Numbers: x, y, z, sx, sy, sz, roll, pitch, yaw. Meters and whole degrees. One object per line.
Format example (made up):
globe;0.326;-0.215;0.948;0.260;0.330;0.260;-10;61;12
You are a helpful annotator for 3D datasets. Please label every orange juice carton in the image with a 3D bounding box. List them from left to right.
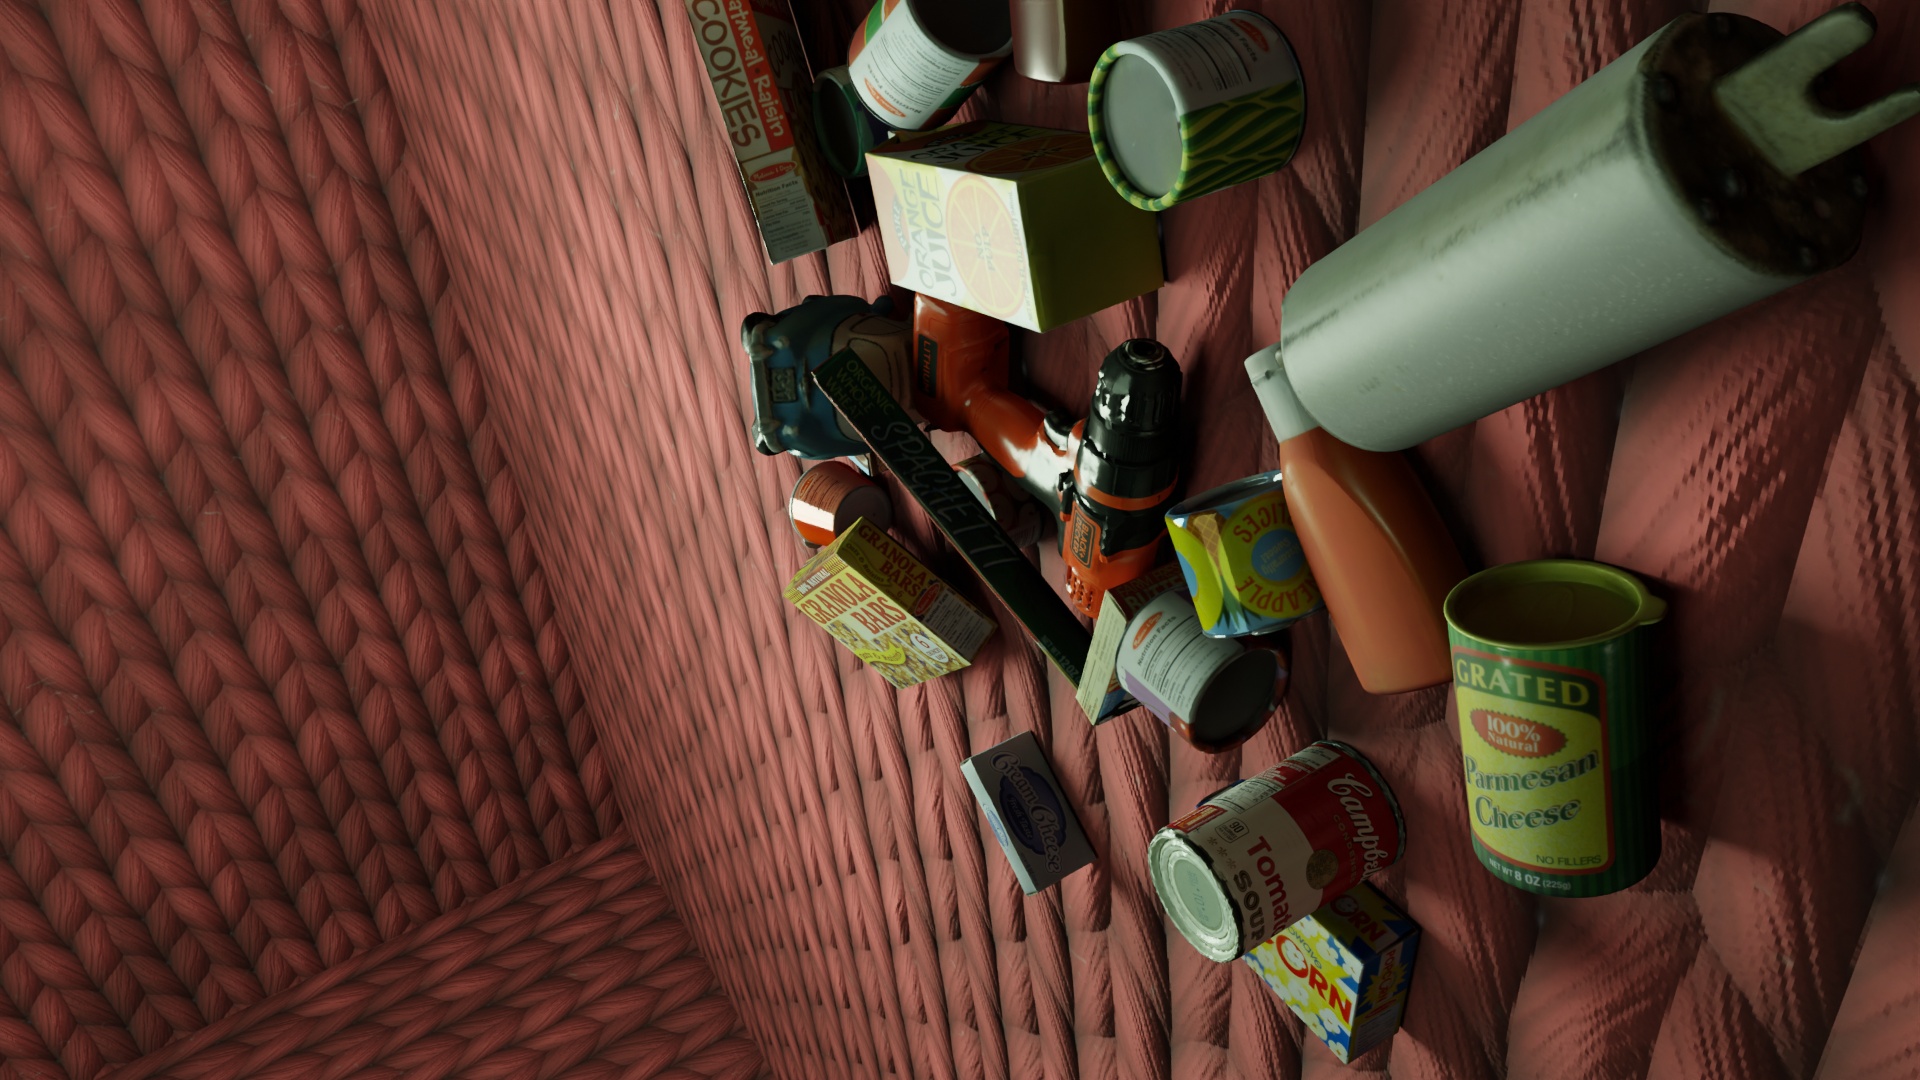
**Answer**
orange juice carton;0.013;-0.166;0.703;0.193;0.073;0.071;32;139;54

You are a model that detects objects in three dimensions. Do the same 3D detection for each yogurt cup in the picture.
yogurt cup;-0.089;-0.023;1.066;0.054;0.073;0.072;23;132;47

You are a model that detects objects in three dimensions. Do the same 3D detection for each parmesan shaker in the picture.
parmesan shaker;0.214;0.067;0.494;0.071;0.071;0.102;23;132;58

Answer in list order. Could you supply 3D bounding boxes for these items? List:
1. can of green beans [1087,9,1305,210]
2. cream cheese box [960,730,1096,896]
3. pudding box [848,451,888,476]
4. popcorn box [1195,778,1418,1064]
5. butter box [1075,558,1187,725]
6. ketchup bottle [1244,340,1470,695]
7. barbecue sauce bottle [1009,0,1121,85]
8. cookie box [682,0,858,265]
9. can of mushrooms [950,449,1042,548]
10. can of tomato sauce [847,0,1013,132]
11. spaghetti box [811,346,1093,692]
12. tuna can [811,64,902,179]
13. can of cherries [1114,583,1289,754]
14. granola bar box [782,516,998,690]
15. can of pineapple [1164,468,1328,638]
can of green beans;0.092;-0.169;0.549;0.071;0.058;0.071;47;150;39
cream cheese box;0.048;0.191;0.978;0.104;0.053;0.024;62;154;12
pudding box;-0.076;-0.087;1.019;0.084;0.030;0.049;40;144;46
popcorn box;0.175;0.197;0.729;0.127;0.038;0.084;42;146;45
butter box;0.097;0.056;0.751;0.024;0.053;0.103;55;153;32
ketchup bottle;0.161;-0.013;0.562;0.149;0.044;0.064;66;156;2
barbecue sauce bottle;0.039;-0.273;0.586;0.065;0.044;0.147;-128;26;-57
cookie box;-0.113;-0.261;0.858;0.123;0.040;0.167;-71;-35;-74
can of mushrooms;0.019;-0.025;0.870;0.071;0.033;0.070;48;151;38
can of tomato sauce;-0.011;-0.252;0.689;0.083;0.071;0.071;-18;94;66
spaghetti box;0.003;-0.010;0.809;0.250;0.029;0.050;50;180;-7
tuna can;-0.060;-0.250;0.834;0.071;0.033;0.070;46;149;40
can of cherries;0.122;0.065;0.693;0.058;0.072;0.071;39;144;45
granola bar box;-0.056;0.050;1.028;0.124;0.039;0.165;40;158;-8
can of pineapple;0.130;0.005;0.614;0.071;0.071;0.058;-6;105;66
